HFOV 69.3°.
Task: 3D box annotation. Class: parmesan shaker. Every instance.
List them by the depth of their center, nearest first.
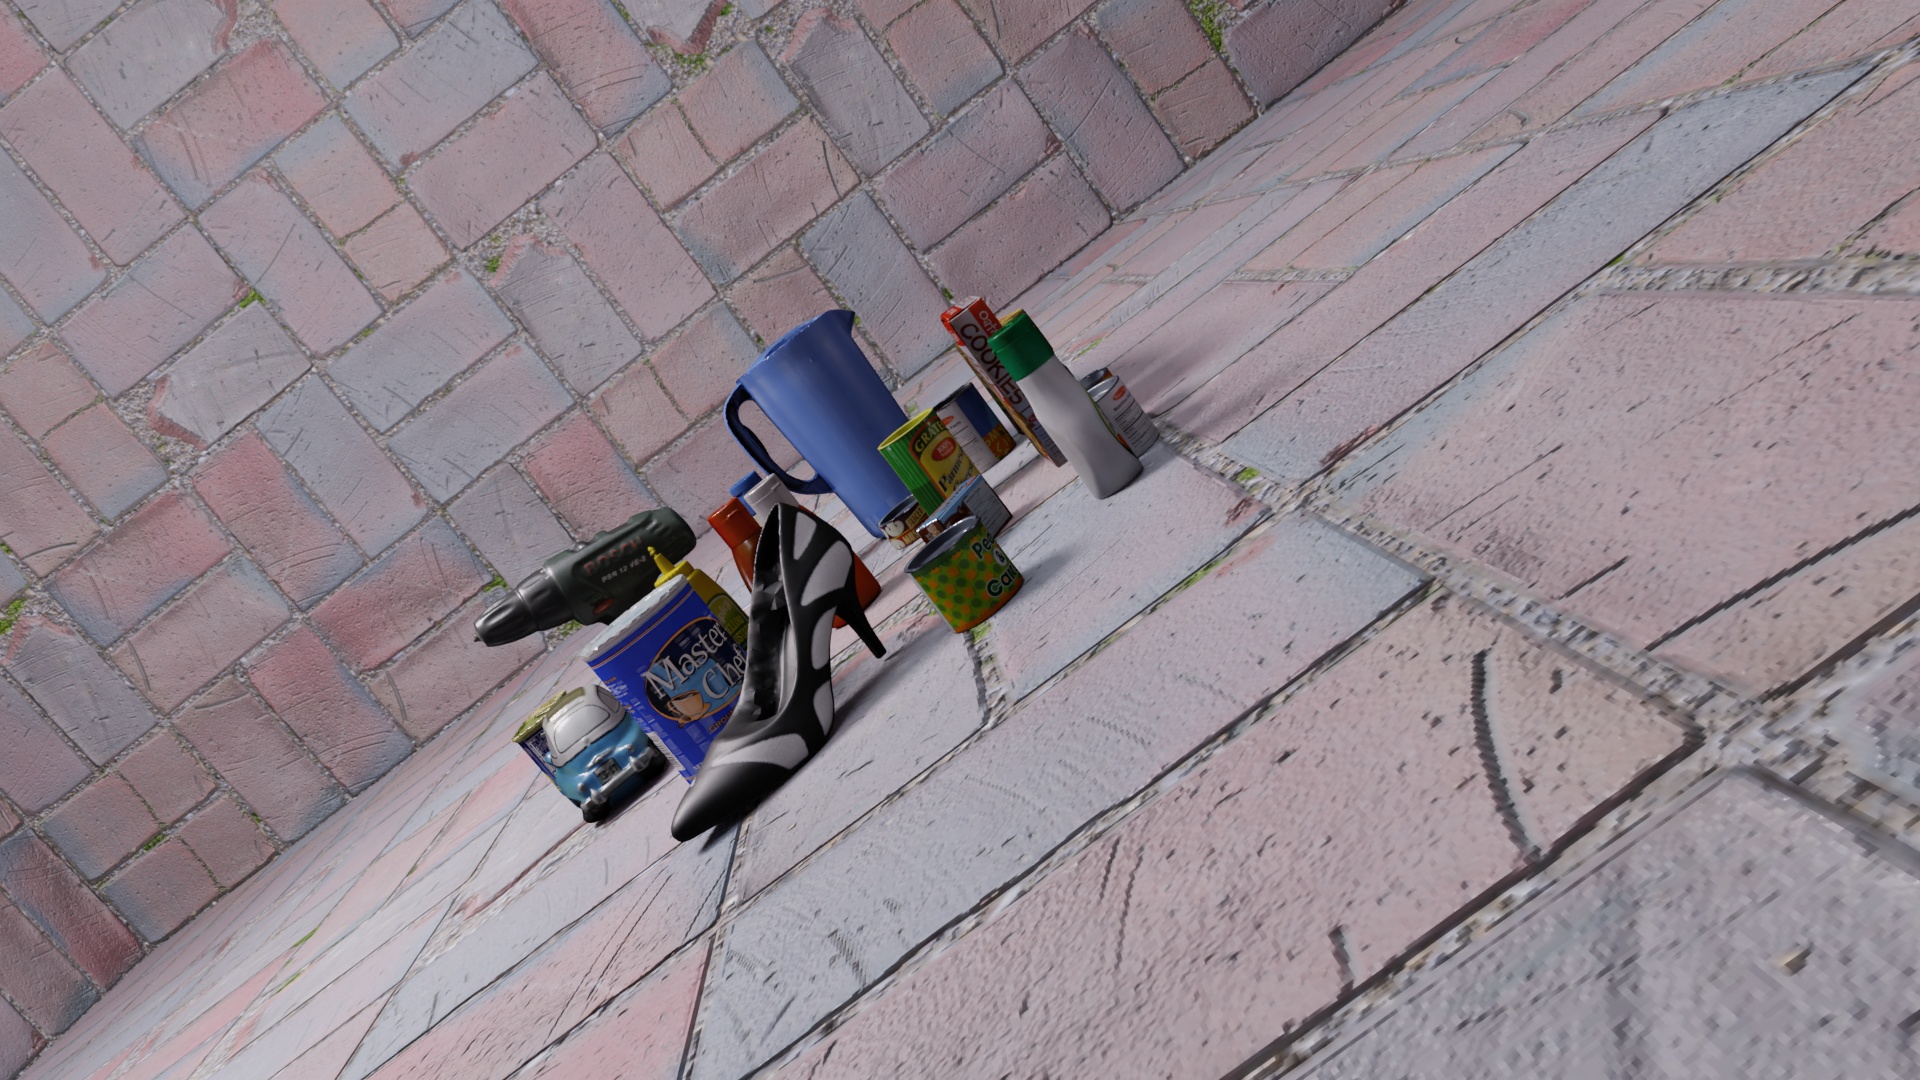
[{"bbox_3d":[-0.021,-0.069,1.343,0.071,0.103,0.071,-36,11,8],"label":"parmesan shaker"}]

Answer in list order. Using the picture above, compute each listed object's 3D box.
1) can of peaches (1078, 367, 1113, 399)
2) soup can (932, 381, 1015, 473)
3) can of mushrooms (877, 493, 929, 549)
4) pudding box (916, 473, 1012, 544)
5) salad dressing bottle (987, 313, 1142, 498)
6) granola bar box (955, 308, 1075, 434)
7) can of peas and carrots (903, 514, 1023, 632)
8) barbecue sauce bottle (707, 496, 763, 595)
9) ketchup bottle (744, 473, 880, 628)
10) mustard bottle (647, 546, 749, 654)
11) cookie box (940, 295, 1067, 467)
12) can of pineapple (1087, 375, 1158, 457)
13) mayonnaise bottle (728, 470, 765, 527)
[{"bbox_3d":[0.115,-0.106,1.181,0.071,0.058,0.071,-36,11,8],"label":"can of peaches"},{"bbox_3d":[0.011,-0.120,1.503,0.071,0.083,0.071,-36,11,8],"label":"soup can"},{"bbox_3d":[-0.049,-0.023,1.424,0.071,0.033,0.071,-36,11,8],"label":"can of mushrooms"},{"bbox_3d":[0.004,-0.015,1.176,0.030,0.049,0.084,-28,14,40],"label":"pudding box"},{"bbox_3d":[0.077,-0.101,1.044,0.044,0.147,0.064,-37,10,3],"label":"salad dressing bottle"},{"bbox_3d":[0.064,-0.174,1.452,0.039,0.124,0.165,-39,11,-10],"label":"granola bar box"},{"bbox_3d":[0.004,0.023,0.994,0.071,0.058,0.071,-36,11,8],"label":"can of peas and carrots"},{"bbox_3d":[-0.184,0.026,1.339,0.065,0.148,0.043,-42,11,-24],"label":"barbecue sauce bottle"},{"bbox_3d":[-0.139,0.007,1.277,0.043,0.148,0.065,-27,15,45],"label":"ketchup bottle"},{"bbox_3d":[-0.248,0.069,1.330,0.048,0.160,0.066,-30,13,37],"label":"mustard bottle"},{"bbox_3d":[0.047,-0.151,1.296,0.040,0.167,0.123,-37,11,2],"label":"cookie box"},{"bbox_3d":[0.115,-0.089,1.114,0.071,0.058,0.071,-36,11,8],"label":"can of pineapple"},{"bbox_3d":[-0.192,-0.007,1.503,0.064,0.148,0.041,-28,14,43],"label":"mayonnaise bottle"}]
